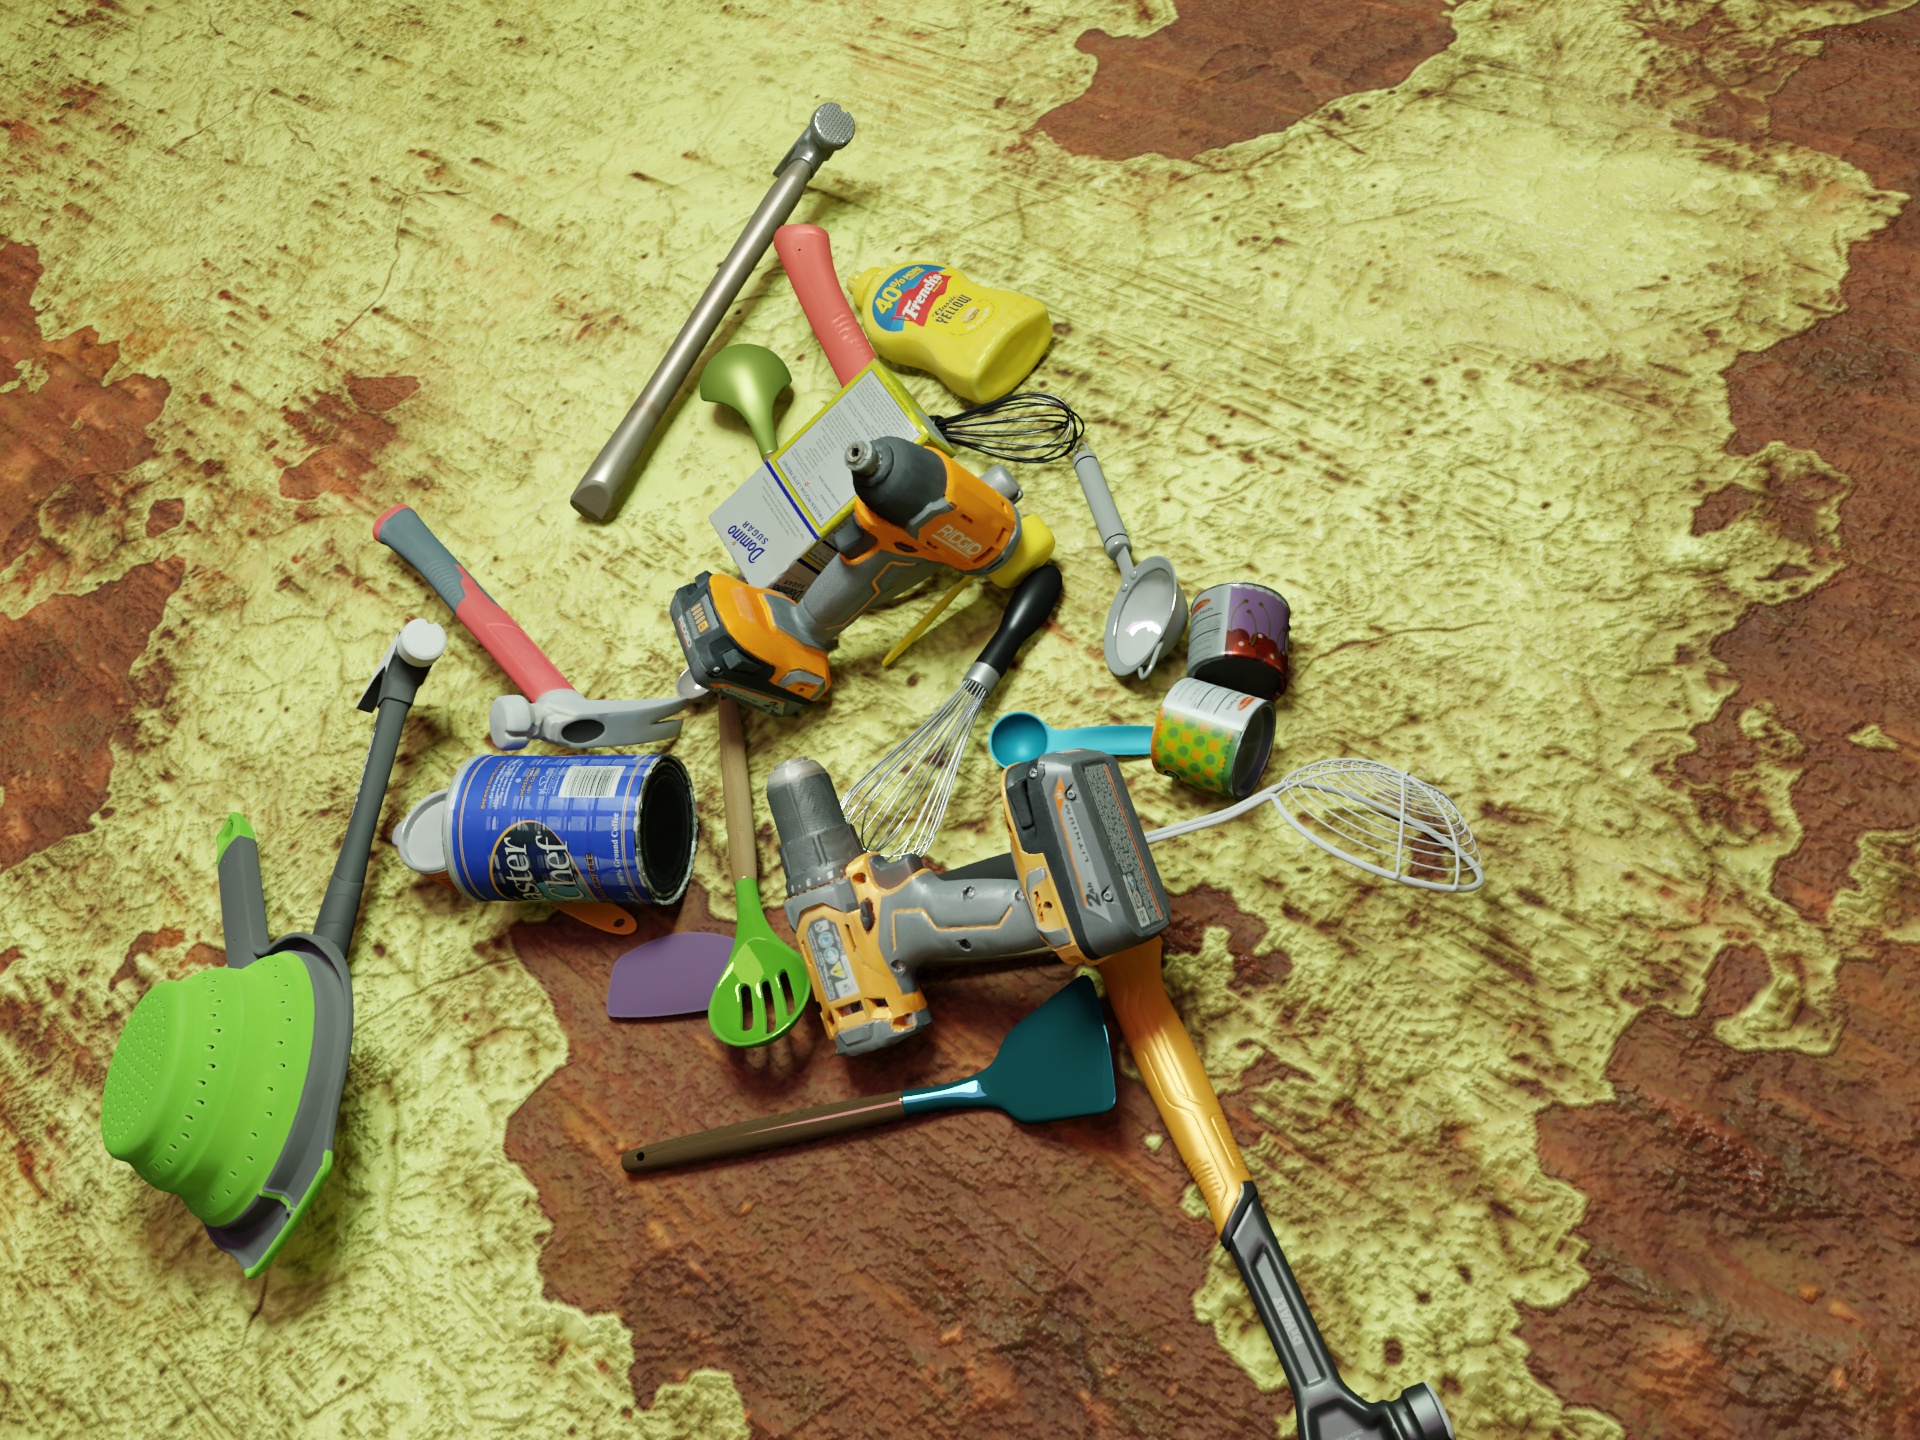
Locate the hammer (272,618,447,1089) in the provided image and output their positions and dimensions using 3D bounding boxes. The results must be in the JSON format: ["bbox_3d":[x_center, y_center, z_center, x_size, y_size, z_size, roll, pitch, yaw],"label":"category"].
[{"bbox_3d":[-0.437,0.099,1.144,0.146,0.035,0.335,-28,49,55],"label":"hammer"}]

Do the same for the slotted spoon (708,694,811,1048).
[{"bbox_3d":[-0.145,0.090,1.073,0.070,0.031,0.314,-19,48,6],"label":"slotted spoon"}]

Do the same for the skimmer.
[{"bbox_3d":[0.126,0.100,0.973,0.363,0.127,0.090,-17,97,21],"label":"skimmer"}]

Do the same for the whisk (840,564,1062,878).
[{"bbox_3d":[-0.001,-0.003,1.087,0.070,0.070,0.285,18,59,28],"label":"whisk"}]

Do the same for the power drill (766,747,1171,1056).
[{"bbox_3d":[-0.010,0.084,0.945,0.226,0.084,0.185,-23,82,26],"label":"power drill"}]

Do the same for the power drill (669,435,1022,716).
[{"bbox_3d":[-0.087,-0.104,1.080,0.226,0.164,0.084,-35,60,19],"label":"power drill"}]

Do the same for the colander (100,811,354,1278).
[{"bbox_3d":[-0.510,0.182,1.068,0.204,0.094,0.398,-53,41,16],"label":"colander"}]

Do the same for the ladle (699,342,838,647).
[{"bbox_3d":[-0.143,-0.181,1.264,0.078,0.062,0.320,-14,60,-10],"label":"ladle"}]

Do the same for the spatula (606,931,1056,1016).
[{"bbox_3d":[-0.084,0.155,1.028,0.316,0.018,0.060,-7,55,15],"label":"spatula"}]

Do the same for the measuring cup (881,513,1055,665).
[{"bbox_3d":[0.007,-0.086,1.147,0.156,0.062,0.029,-44,80,2],"label":"measuring cup"}]

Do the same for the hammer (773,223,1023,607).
[{"bbox_3d":[-0.082,-0.259,1.247,0.149,0.036,0.359,-34,59,14],"label":"hammer"}]

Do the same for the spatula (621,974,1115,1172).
[{"bbox_3d":[-0.061,0.231,0.954,0.317,0.044,0.082,-15,60,10],"label":"spatula"}]

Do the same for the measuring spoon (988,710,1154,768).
[{"bbox_3d":[0.083,0.016,1.070,0.128,0.021,0.042,0,74,8],"label":"measuring spoon"}]

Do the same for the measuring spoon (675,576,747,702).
[{"bbox_3d":[-0.183,-0.060,1.210,0.034,0.018,0.124,-1,50,23],"label":"measuring spoon"}]

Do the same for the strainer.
[{"bbox_3d":[0.117,-0.118,1.130,0.086,0.050,0.259,-53,36,36],"label":"strainer"}]

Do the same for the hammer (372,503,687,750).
[{"bbox_3d":[-0.359,-0.082,1.246,0.143,0.038,0.387,-4,30,-38],"label":"hammer"}]

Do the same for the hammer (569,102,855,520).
[{"bbox_3d":[-0.221,-0.347,1.374,0.411,0.038,0.146,-62,19,-15],"label":"hammer"}]

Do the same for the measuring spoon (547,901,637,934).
[{"bbox_3d":[-0.273,0.128,1.115,0.117,0.011,0.021,19,57,24],"label":"measuring spoon"}]

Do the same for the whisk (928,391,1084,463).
[{"bbox_3d":[-0.016,-0.227,1.246,0.239,0.055,0.055,4,59,26],"label":"whisk"}]

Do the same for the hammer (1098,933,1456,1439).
[{"bbox_3d":[0.136,0.254,0.879,0.127,0.034,0.337,-23,53,1],"label":"hammer"}]
